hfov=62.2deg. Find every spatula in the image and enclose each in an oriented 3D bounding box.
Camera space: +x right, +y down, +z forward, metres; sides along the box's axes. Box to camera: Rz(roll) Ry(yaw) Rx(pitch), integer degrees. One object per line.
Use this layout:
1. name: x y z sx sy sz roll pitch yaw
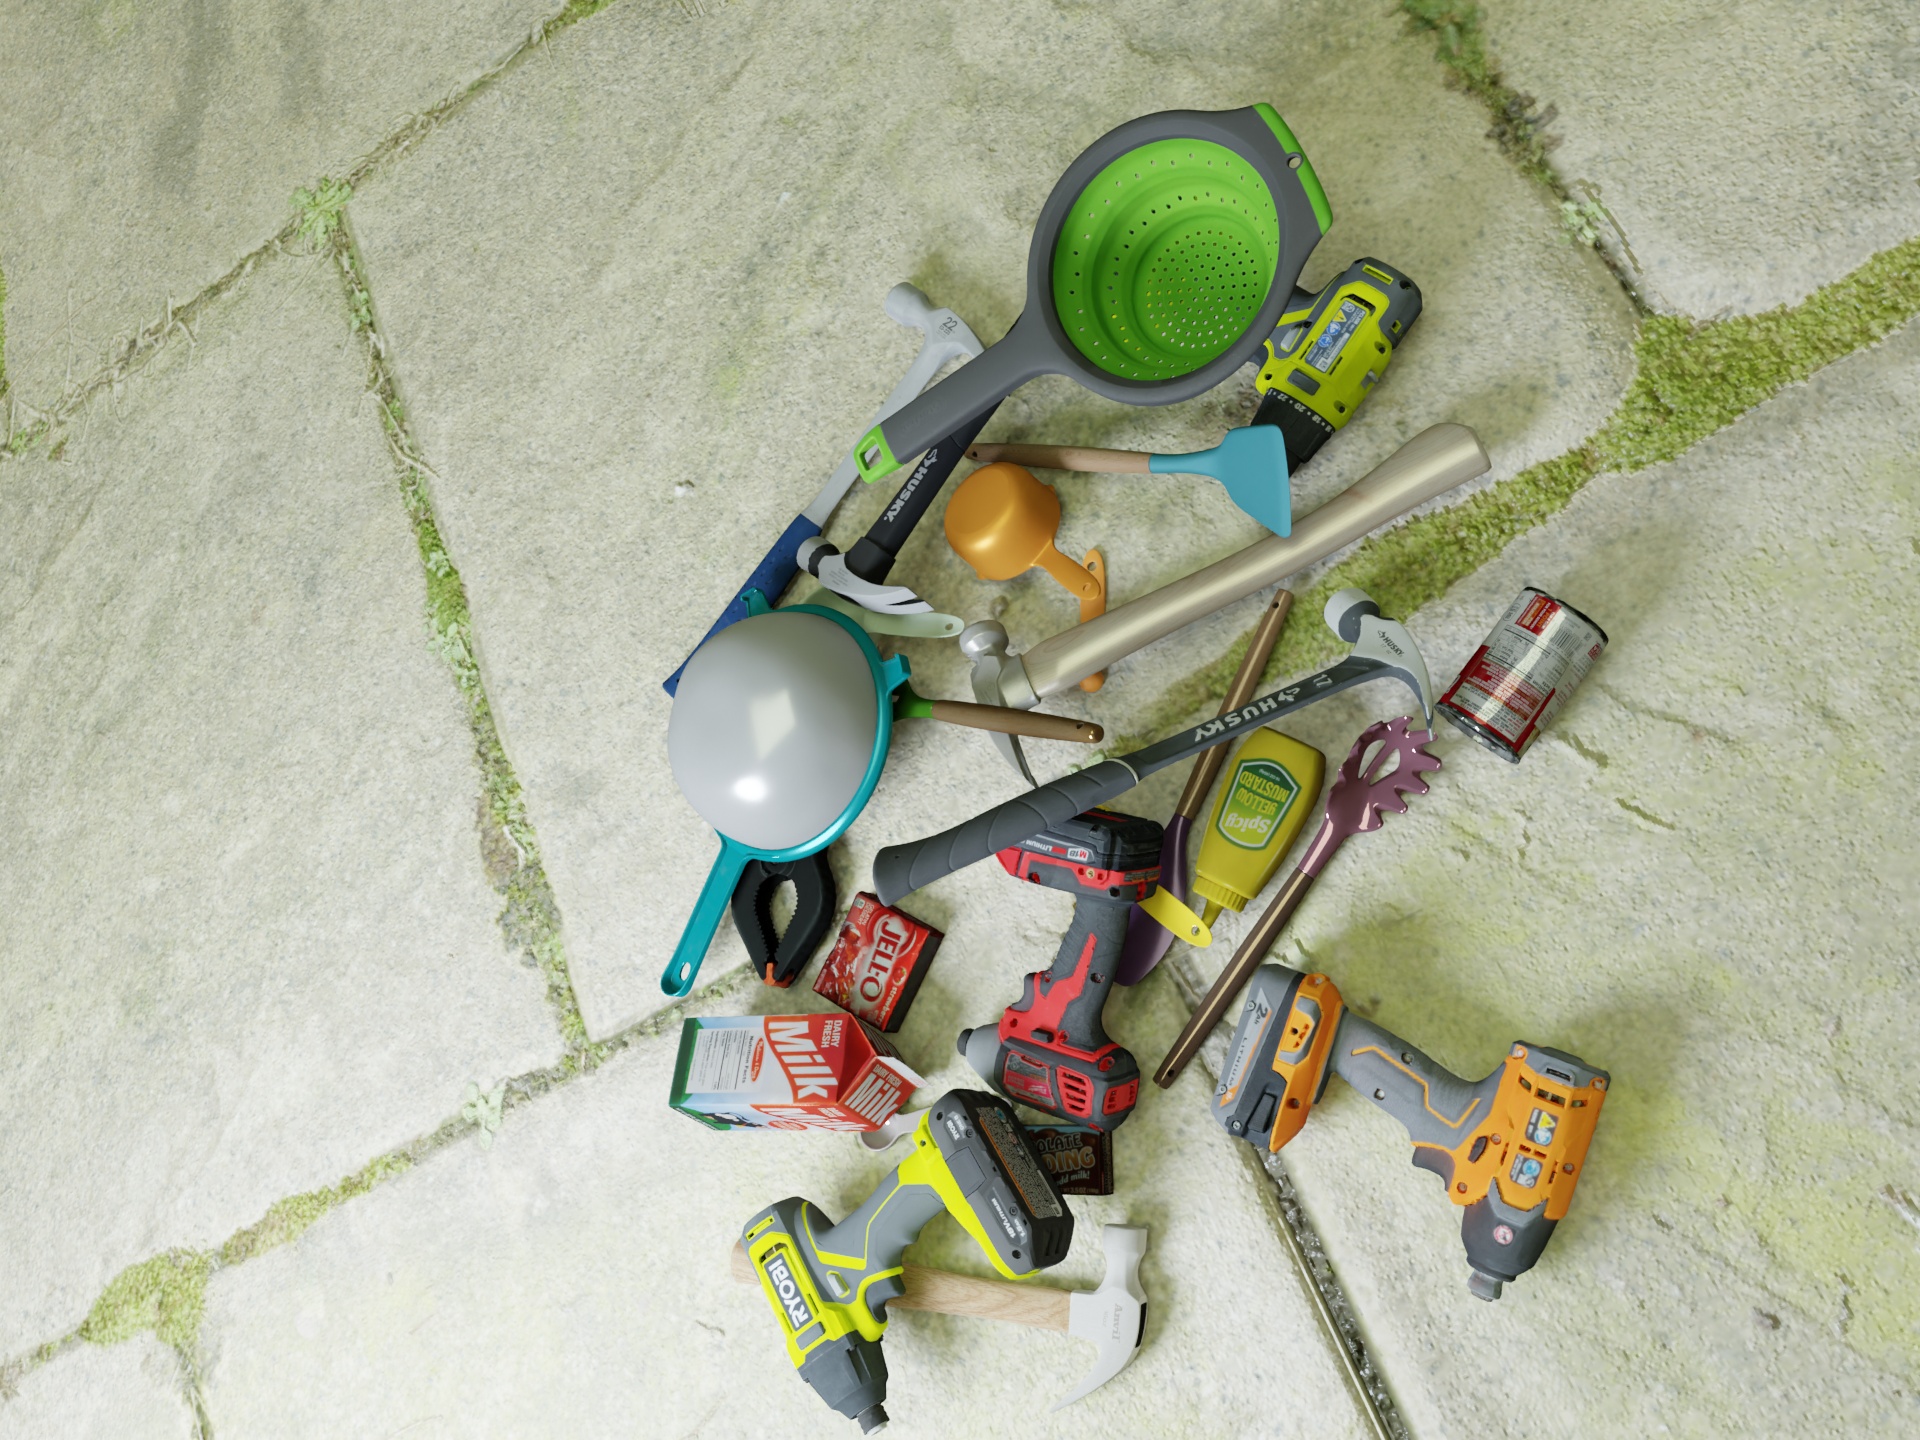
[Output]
1. spatula: 0.120 -0.197 1.218 0.318 0.044 0.082 11 122 39
2. spatula: 0.178 0.049 1.175 0.060 0.018 0.316 23 89 36

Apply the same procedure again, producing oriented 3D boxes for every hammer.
1. hammer: -0.024 0.422 1.172 0.331 0.031 0.130 -1 77 25
2. hammer: 0.196 -0.094 1.172 0.410 0.038 0.146 -27 57 15
3. hammer: -0.117 -0.176 1.355 0.144 0.035 0.405 39 95 27
4. hammer: 0.129 0.032 1.085 0.409 0.036 0.149 -24 37 -3
5. hammer: 0.006 -0.231 1.258 0.335 0.035 0.146 -55 44 0

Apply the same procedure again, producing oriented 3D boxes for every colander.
1. colander: 0.094 -0.284 1.177 0.397 0.094 0.205 -30 75 25

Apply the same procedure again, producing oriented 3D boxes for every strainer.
1. strainer: -0.188 0.060 1.255 0.211 0.095 0.340 26 94 37

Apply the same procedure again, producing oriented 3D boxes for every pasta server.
1. pasta server: 0.230 0.131 1.121 0.060 0.040 0.316 33 95 -5

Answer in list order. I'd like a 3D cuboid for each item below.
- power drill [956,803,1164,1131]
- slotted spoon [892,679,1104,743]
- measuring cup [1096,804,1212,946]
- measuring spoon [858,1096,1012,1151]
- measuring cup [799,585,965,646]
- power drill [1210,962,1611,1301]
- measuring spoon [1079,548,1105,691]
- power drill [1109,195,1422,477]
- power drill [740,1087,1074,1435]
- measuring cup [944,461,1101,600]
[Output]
1. power drill: 0.067 0.173 1.146 0.143 0.078 0.219 10 97 37
2. slotted spoon: -0.002 -0.004 1.200 0.314 0.031 0.070 8 58 52
3. measuring cup: 0.130 0.116 1.166 0.157 0.029 0.062 39 108 32
4. measuring spoon: -0.018 0.305 1.209 0.124 0.018 0.034 -14 57 14
5. measuring cup: -0.062 -0.072 1.294 0.168 0.038 0.083 3 69 30
6. power drill: 0.286 0.265 1.042 0.226 0.084 0.164 18 86 23
7. measuring spoon: 0.102 -0.080 1.245 0.021 0.011 0.117 -4 76 24
8. power drill: 0.208 -0.292 1.213 0.229 0.080 0.190 38 100 25
9. power drill: -0.037 0.382 1.130 0.223 0.080 0.171 -40 64 16
10. measuring cup: 0.049 -0.142 1.228 0.095 0.052 0.174 -51 40 5
